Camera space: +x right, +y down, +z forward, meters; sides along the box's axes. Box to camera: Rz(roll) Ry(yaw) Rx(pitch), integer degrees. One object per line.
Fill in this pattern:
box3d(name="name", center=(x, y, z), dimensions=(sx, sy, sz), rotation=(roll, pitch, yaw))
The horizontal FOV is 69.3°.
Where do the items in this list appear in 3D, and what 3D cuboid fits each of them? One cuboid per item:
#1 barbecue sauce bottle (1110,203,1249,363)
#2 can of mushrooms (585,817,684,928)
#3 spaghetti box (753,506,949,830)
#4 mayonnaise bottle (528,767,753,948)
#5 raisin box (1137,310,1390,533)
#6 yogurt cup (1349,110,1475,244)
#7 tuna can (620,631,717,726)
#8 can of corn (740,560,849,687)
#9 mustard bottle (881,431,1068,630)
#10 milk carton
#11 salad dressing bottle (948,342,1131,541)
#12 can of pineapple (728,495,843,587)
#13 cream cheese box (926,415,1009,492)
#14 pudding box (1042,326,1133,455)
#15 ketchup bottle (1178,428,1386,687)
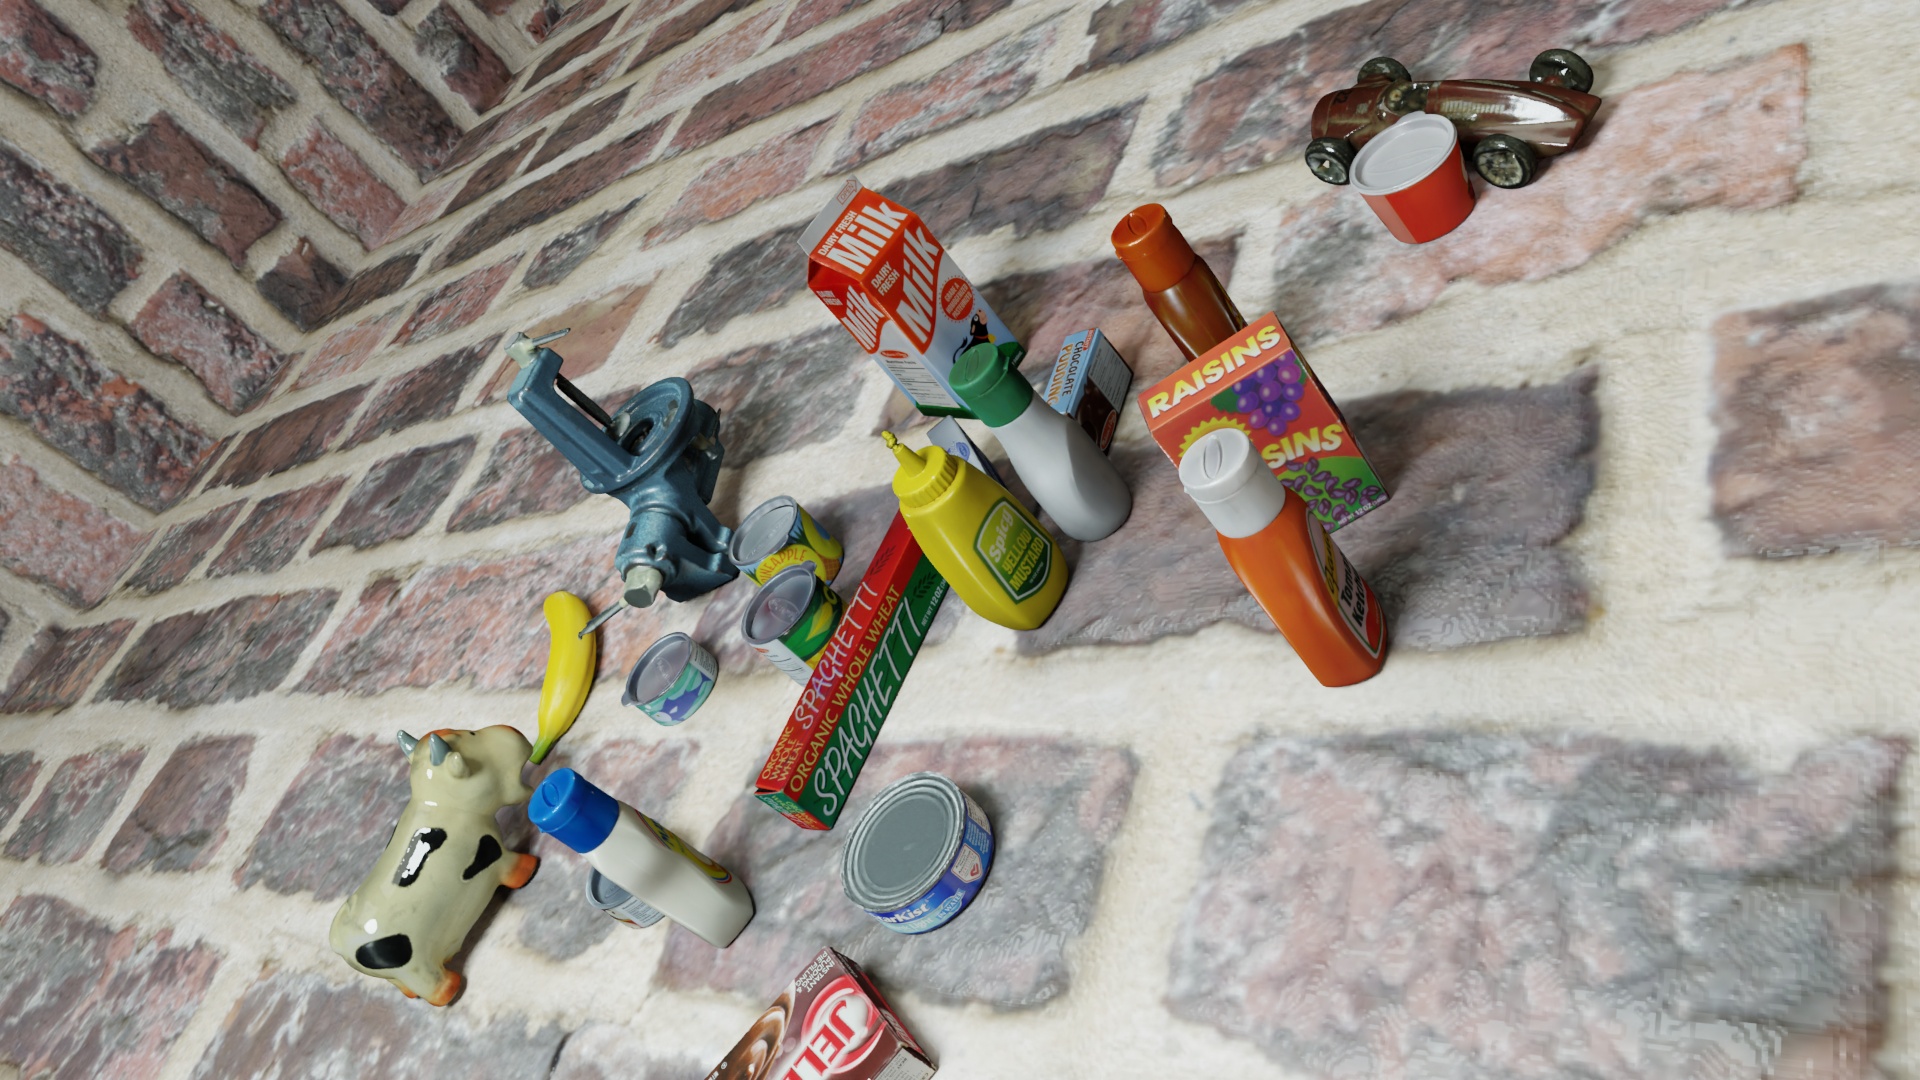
box3d(name="barbecue sauce bottle", center=(0.143, -0.137, 0.838), dimensions=(0.043, 0.148, 0.065), rotation=(-34, 35, 15))
box3d(name="can of mushrooms", center=(-0.212, 0.219, 0.919), dimensions=(0.071, 0.033, 0.071), rotation=(-27, 37, 23))
box3d(name="spaghetti box", center=(-0.056, 0.068, 0.907), dimensions=(0.028, 0.050, 0.251), rotation=(-4, 50, 44))
box3d(name="mayonnaise bottle", center=(-0.190, 0.188, 0.827), dimensions=(0.041, 0.147, 0.065), rotation=(-49, 34, -8))
box3d(name="raisin box", center=(0.163, -0.051, 0.746), dimensions=(0.086, 0.123, 0.040), rotation=(-31, 36, 18))
box3d(name="yogurt cup", center=(0.286, -0.224, 0.870), dimensions=(0.072, 0.054, 0.073), rotation=(-27, 37, 23))
box3d(name="tuna can", center=(-0.220, 0.107, 1.049), dimensions=(0.071, 0.032, 0.071), rotation=(-27, 37, 23))
box3d(name="can of corn", center=(-0.107, 0.058, 0.963), dimensions=(0.071, 0.058, 0.071), rotation=(-27, 37, 23))
box3d(name="mustard bottle", center=(0.003, -0.010, 0.834), dimensions=(0.049, 0.160, 0.065), rotation=(2, 55, 47))
box3d(name="milk carton", center=(-0.042, -0.179, 1.036), dimensions=(0.073, 0.190, 0.072), rotation=(10, 61, 51))
box3d(name="salad dressing bottle", center=(0.049, -0.060, 0.851), dimensions=(0.044, 0.147, 0.064), rotation=(-21, 40, 30))
box3d(name="can of pineapple", center=(-0.130, 0.010, 1.039), dimensions=(0.071, 0.057, 0.071), rotation=(-27, 37, 23))
box3d(name="cream cheese box", center=(0.012, -0.041, 0.953), dimensions=(0.024, 0.053, 0.104), rotation=(-39, 34, 8))
box3d(name="pudding box", center=(0.085, -0.098, 0.944), dimensions=(0.030, 0.049, 0.084), rotation=(-11, 45, 39))
box3d(name="ketchup bottle", center=(0.156, 0.007, 0.669), dimensions=(0.043, 0.148, 0.065), rotation=(-22, 39, 29))
